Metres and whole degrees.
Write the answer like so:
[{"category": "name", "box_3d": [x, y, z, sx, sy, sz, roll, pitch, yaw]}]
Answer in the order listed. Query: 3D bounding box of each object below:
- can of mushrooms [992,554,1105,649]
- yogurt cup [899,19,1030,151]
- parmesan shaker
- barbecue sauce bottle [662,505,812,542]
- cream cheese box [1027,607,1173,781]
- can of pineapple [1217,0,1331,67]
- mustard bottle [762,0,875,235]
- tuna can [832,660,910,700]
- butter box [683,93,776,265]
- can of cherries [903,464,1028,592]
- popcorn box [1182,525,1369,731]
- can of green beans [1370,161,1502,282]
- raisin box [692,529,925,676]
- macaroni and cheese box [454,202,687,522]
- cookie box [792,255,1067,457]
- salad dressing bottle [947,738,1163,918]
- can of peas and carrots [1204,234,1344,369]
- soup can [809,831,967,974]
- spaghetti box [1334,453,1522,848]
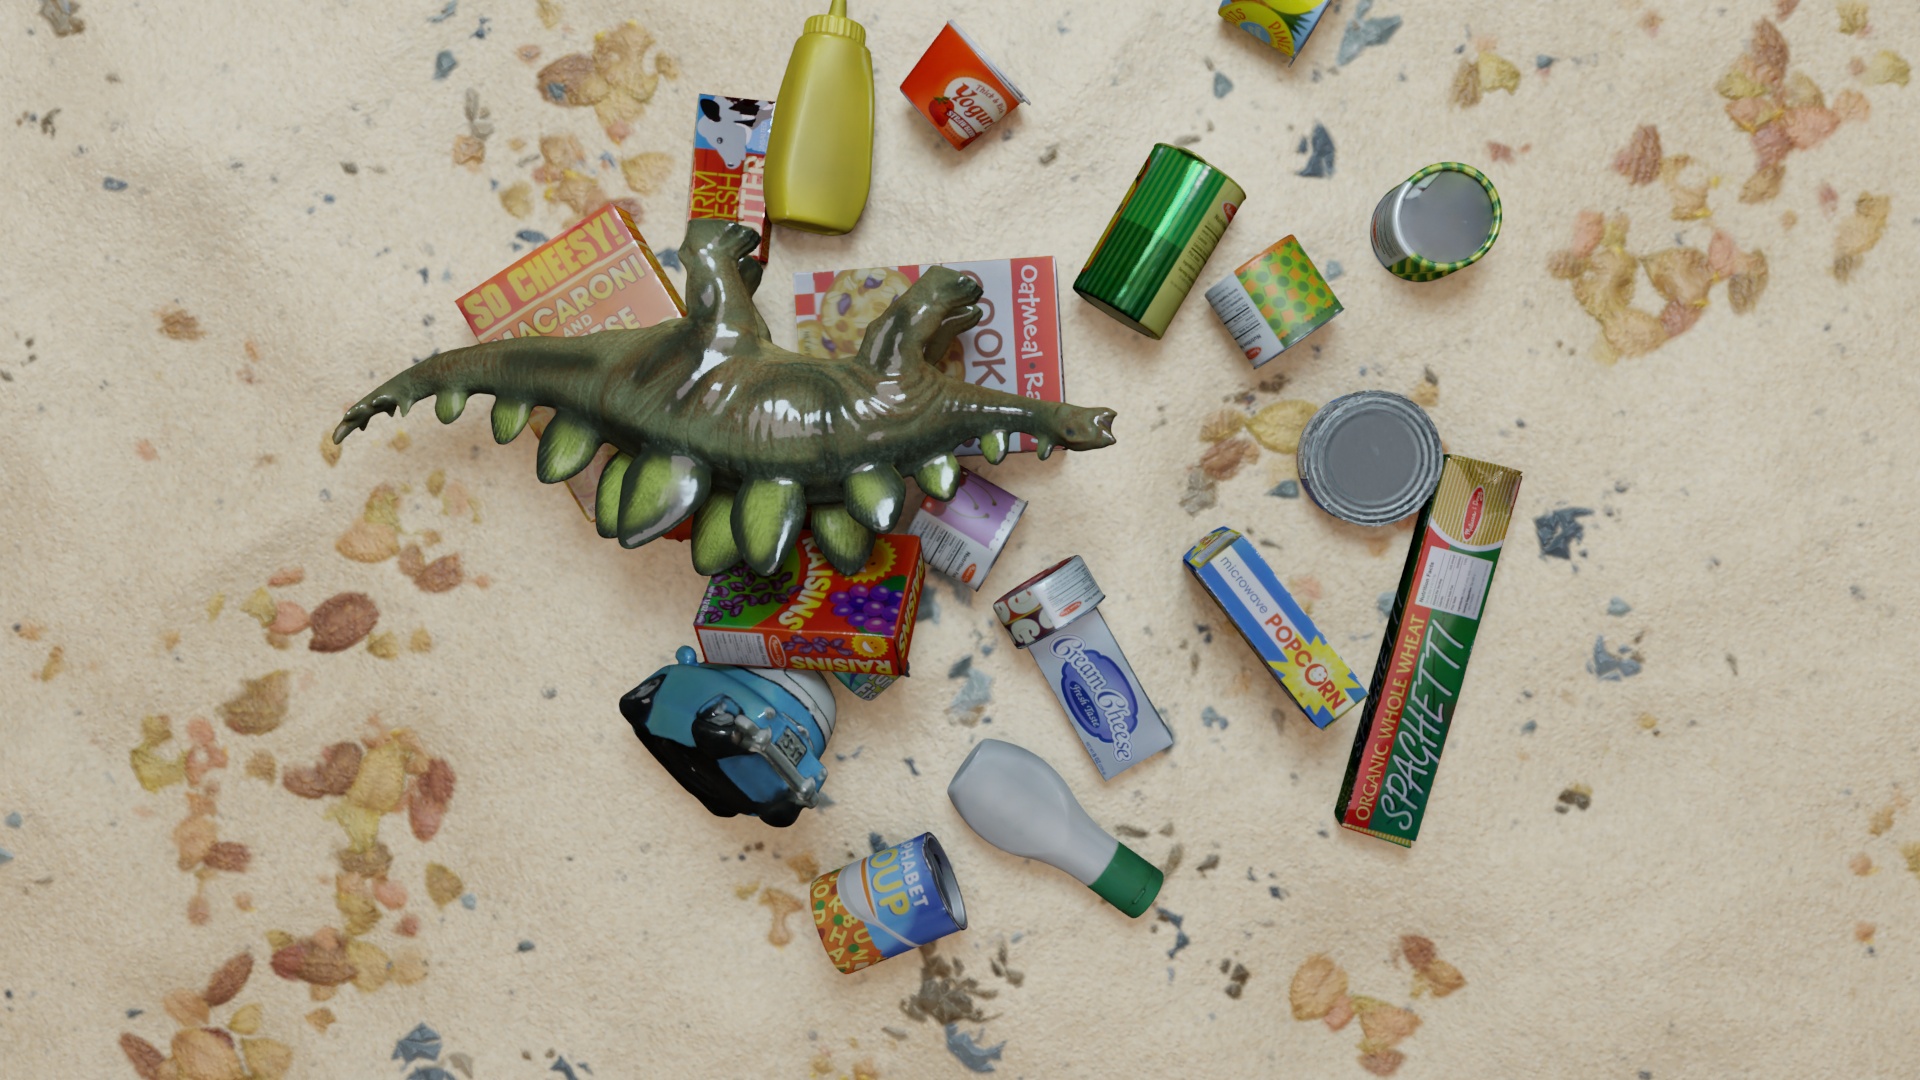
[{"category": "can of mushrooms", "box_3d": [0.055, 0.039, 0.885, 0.071, 0.071, 0.033, -31, 92, 5]}, {"category": "yogurt cup", "box_3d": [-0.001, -0.282, 0.870, 0.054, 0.072, 0.072, -43, 90, 13]}, {"category": "parmesan shaker", "box_3d": [0.122, -0.186, 0.864, 0.071, 0.071, 0.103, 31, 95, 1]}, {"category": "barbecue sauce bottle", "box_3d": [-0.121, -0.022, 0.893, 0.148, 0.065, 0.044, -4, 77, 12]}, {"category": "cream cheese box", "box_3d": [0.091, 0.098, 0.905, 0.053, 0.024, 0.104, -30, 91, 3]}, {"category": "can of pineapple", "box_3d": [0.198, -0.338, 0.854, 0.058, 0.071, 0.071, 31, 95, 1]}, {"category": "mustard bottle", "box_3d": [-0.084, -0.276, 0.878, 0.065, 0.049, 0.160, 8, 90, -30]}, {"category": "tuna can", "box_3d": [-0.065, 0.070, 0.890, 0.033, 0.071, 0.071, -41, 91, 6]}, {"category": "butter box", "box_3d": [-0.147, -0.233, 0.899, 0.053, 0.024, 0.103, 6, 93, 3]}, {"category": "can of cherries", "box_3d": [0.003, -0.011, 0.885, 0.058, 0.071, 0.071, 29, 95, 2]}, {"category": "popcorn box", "box_3d": [0.193, 0.051, 0.866, 0.038, 0.085, 0.126, -38, 90, 4]}, {"category": "can of green beans", "box_3d": [0.294, -0.197, 0.861, 0.071, 0.058, 0.071, 0, 94, 3]}, {"category": "raisin box", "box_3d": [-0.089, 0.036, 0.845, 0.123, 0.086, 0.039, 2, 135, 10]}, {"category": "macaroni and cheese box", "box_3d": [-0.229, -0.114, 0.903, 0.124, 0.040, 0.166, -31, 92, 3]}, {"category": "cookie box", "box_3d": [-0.018, -0.114, 0.892, 0.167, 0.040, 0.123, -3, 93, 4]}, {"category": "salad dressing bottle", "box_3d": [0.063, 0.189, 0.903, 0.147, 0.044, 0.064, 36, 93, -1]}, {"category": "can of peas and carrots", "box_3d": [0.197, -0.150, 0.866, 0.071, 0.071, 0.058, -34, 91, 5]}, {"category": "soup can", "box_3d": [-0.048, 0.233, 0.898, 0.084, 0.071, 0.071, -23, 92, 5]}, {"category": "spaghetti box", "box_3d": [0.298, 0.070, 0.890, 0.050, 0.029, 0.249, 15, 94, 2]}]
